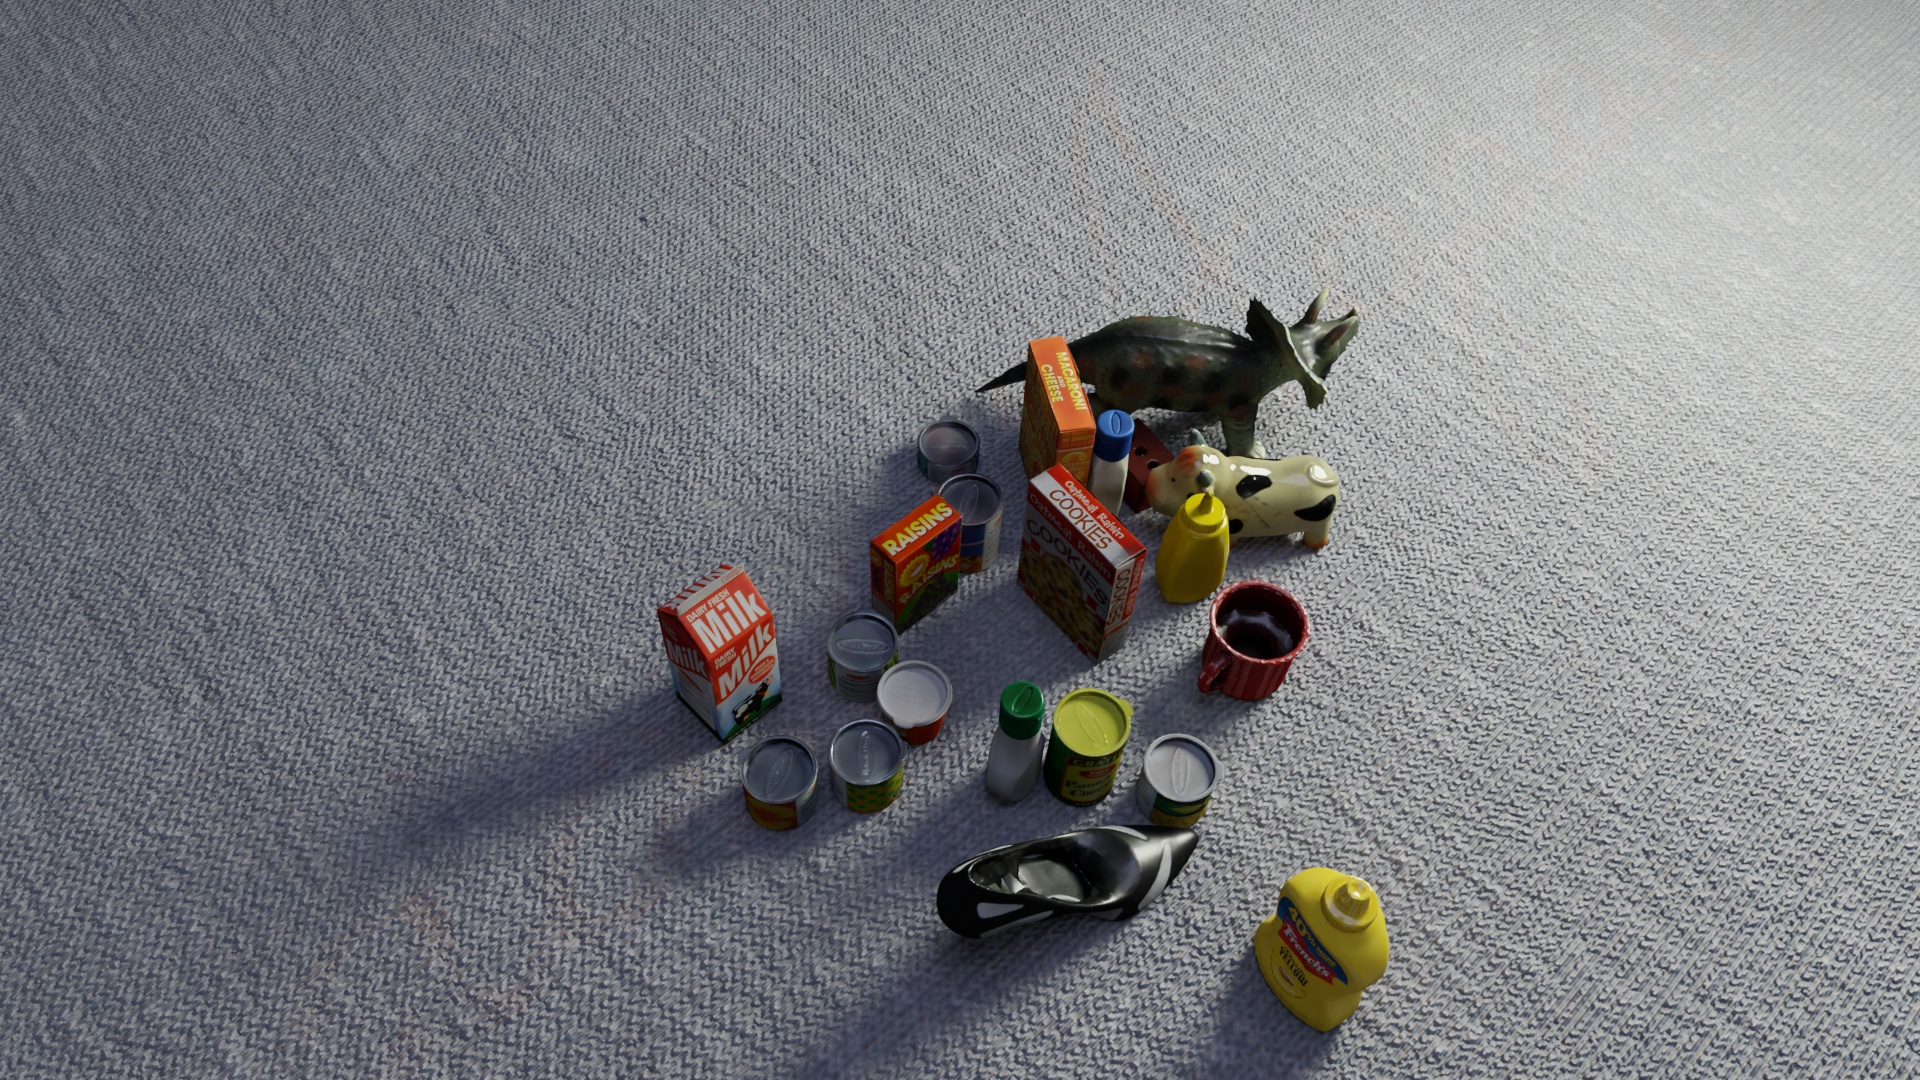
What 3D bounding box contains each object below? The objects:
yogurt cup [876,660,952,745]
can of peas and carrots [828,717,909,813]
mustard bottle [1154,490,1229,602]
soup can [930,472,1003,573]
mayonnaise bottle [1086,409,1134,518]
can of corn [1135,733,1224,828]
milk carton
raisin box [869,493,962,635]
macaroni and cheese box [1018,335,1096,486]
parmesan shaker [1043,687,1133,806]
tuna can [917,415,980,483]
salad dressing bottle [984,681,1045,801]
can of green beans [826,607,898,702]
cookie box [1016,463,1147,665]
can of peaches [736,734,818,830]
[{"bbox_3d":[-0.042,0.151,1.270,0.072,0.053,0.073,1,53,-2],"label":"yogurt cup"},{"bbox_3d":[-0.081,0.199,1.230,0.071,0.058,0.071,1,53,-2],"label":"can of peas and carrots"},{"bbox_3d":[0.227,-0.001,1.330,0.065,0.159,0.049,-10,55,-10],"label":"mustard bottle"},{"bbox_3d":[0.005,-0.017,1.379,0.071,0.083,0.072,1,54,-2],"label":"soup can"},{"bbox_3d":[0.146,-0.068,1.384,0.041,0.147,0.065,2,54,-1],"label":"mayonnaise bottle"},{"bbox_3d":[0.194,0.215,1.232,0.071,0.058,0.071,1,53,-2],"label":"can of corn"},{"bbox_3d":[-0.211,0.092,1.221,0.072,0.189,0.073,-38,64,-26],"label":"milk carton"},{"bbox_3d":[-0.042,0.024,1.322,0.086,0.122,0.040,-36,63,-25],"label":"raisin box"},{"bbox_3d":[0.095,-0.104,1.397,0.040,0.165,0.124,-9,54,-9],"label":"macaroni and cheese box"},{"bbox_3d":[0.113,0.183,1.224,0.071,0.102,0.071,1,54,-2],"label":"parmesan shaker"},{"bbox_3d":[-0.013,-0.096,1.468,0.071,0.032,0.071,1,53,-2],"label":"tuna can"},{"bbox_3d":[0.049,0.173,1.200,0.044,0.146,0.064,28,57,17],"label":"salad dressing bottle"},{"bbox_3d":[-0.091,0.109,1.297,0.071,0.057,0.071,1,53,-2],"label":"can of green beans"},{"bbox_3d":[0.111,0.024,1.302,0.040,0.166,0.123,-31,61,-23],"label":"cookie box"},{"bbox_3d":[-0.160,0.212,1.217,0.071,0.057,0.071,1,53,-2],"label":"can of peaches"}]
